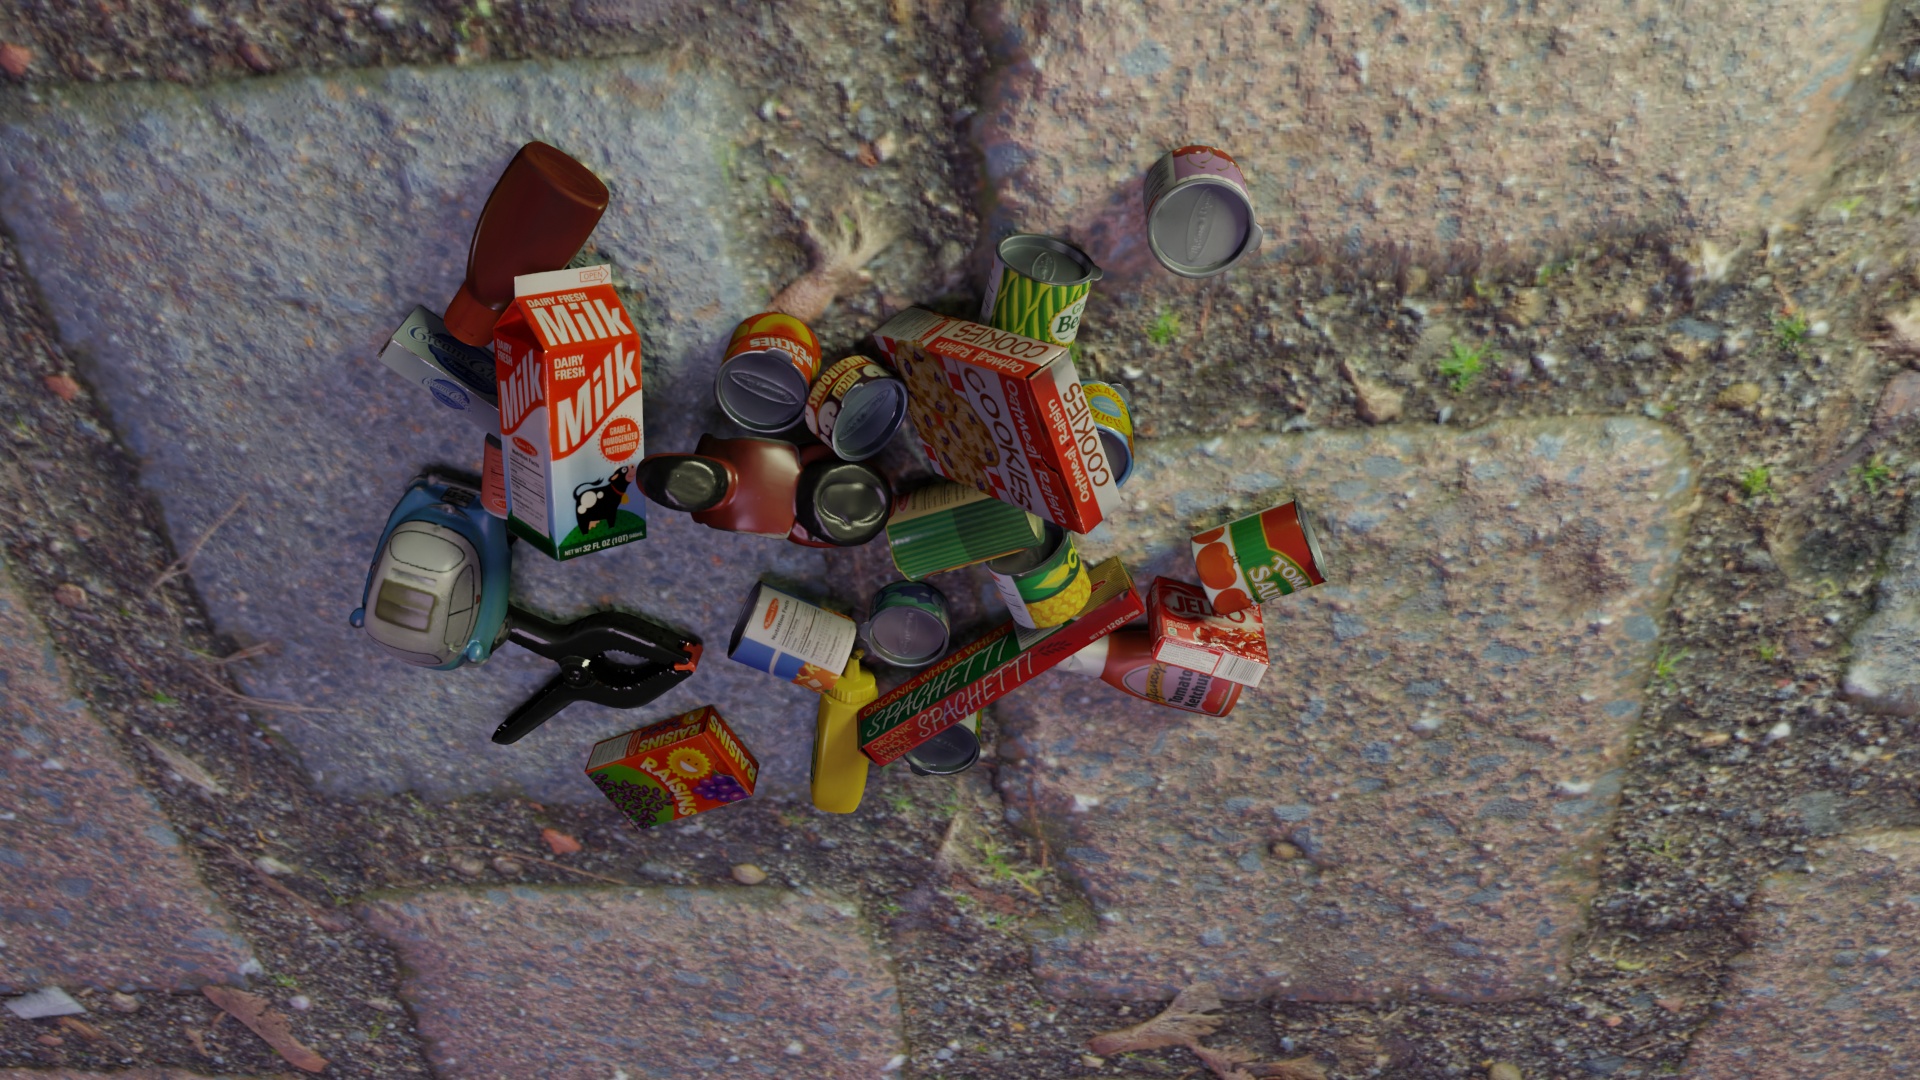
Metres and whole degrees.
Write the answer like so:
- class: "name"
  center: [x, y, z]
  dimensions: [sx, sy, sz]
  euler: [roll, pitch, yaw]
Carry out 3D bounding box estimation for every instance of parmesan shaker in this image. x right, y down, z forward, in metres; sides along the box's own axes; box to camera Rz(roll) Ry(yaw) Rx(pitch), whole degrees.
- class: "parmesan shaker"
  center: [0.004, -0.013, 1.018]
  dimensions: [0.103, 0.072, 0.071]
  euler: [-15, 125, 15]

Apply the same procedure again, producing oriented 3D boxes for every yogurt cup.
- class: "yogurt cup"
  center: [-0.317, -0.053, 1.016]
  dimensions: [0.072, 0.073, 0.053]
  euler: [6, 119, -1]

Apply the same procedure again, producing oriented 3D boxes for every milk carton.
- class: "milk carton"
  center: [-0.266, -0.090, 0.946]
  dimensions: [0.073, 0.072, 0.189]
  euler: [25, 121, 40]

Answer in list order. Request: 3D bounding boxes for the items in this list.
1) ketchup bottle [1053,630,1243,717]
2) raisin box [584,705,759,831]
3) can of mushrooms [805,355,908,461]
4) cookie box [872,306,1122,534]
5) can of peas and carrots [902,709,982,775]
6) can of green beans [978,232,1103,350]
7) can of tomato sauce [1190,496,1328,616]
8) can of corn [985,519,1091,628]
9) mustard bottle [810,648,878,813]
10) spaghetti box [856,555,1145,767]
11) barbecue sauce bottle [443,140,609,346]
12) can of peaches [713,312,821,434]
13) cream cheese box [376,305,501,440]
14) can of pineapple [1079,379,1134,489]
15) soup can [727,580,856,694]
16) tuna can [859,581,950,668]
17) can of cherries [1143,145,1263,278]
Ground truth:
- class: "ketchup bottle"
  center: [0.150, 0.099, 1.112]
  dimensions: [0.149, 0.044, 0.064]
  euler: [12, 127, -5]
- class: "raisin box"
  center: [-0.252, 0.201, 1.218]
  dimensions: [0.123, 0.040, 0.085]
  euler: [-19, 123, 17]
- class: "can of mushrooms"
  center: [-0.071, -0.091, 0.943]
  dimensions: [0.071, 0.033, 0.070]
  euler: [-32, 145, -26]
- class: "cookie box"
  center: [0.022, -0.081, 0.917]
  dimensions: [0.040, 0.167, 0.122]
  euler: [-39, 126, -21]
- class: "can of peas and carrots"
  center: [-0.016, 0.153, 1.154]
  dimensions: [0.071, 0.059, 0.070]
  euler: [2, 128, 3]
- class: "can of green beans"
  center: [0.049, -0.159, 0.908]
  dimensions: [0.071, 0.071, 0.057]
  euler: [11, 128, -5]
- class: "can of tomato sauce"
  center: [0.221, 0.014, 1.026]
  dimensions: [0.083, 0.071, 0.071]
  euler: [-21, 123, 19]
- class: "can of corn"
  center: [0.061, 0.023, 1.046]
  dimensions: [0.071, 0.071, 0.058]
  euler: [-16, 125, 15]
- class: "mustard bottle"
  center: [-0.096, 0.152, 1.159]
  dimensions: [0.049, 0.065, 0.159]
  euler: [6, 120, -6]
- class: "spaghetti box"
  center: [0.027, 0.096, 1.083]
  dimensions: [0.250, 0.050, 0.028]
  euler: [-32, 120, 11]
- class: "barbecue sauce bottle"
  center: [-0.295, -0.191, 0.922]
  dimensions: [0.065, 0.044, 0.148]
  euler: [33, 123, -20]
- class: "can of peaches"
  center: [-0.131, -0.117, 0.957]
  dimensions: [0.071, 0.058, 0.071]
  euler: [2, 127, 3]
- class: "cream cheese box"
  center: [-0.350, -0.117, 0.975]
  dimensions: [0.103, 0.054, 0.024]
  euler: [35, 120, -21]
- class: "can of pineapple"
  center: [0.089, -0.072, 0.977]
  dimensions: [0.071, 0.058, 0.070]
  euler: [2, 127, 3]
- class: "soup can"
  center: [-0.134, 0.078, 1.102]
  dimensions: [0.084, 0.072, 0.071]
  euler: [24, 125, -14]
- class: "tuna can"
  center: [-0.044, 0.066, 1.106]
  dimensions: [0.071, 0.033, 0.070]
  euler: [2, 127, 2]
- class: "can of cherries"
  center: [0.151, -0.206, 0.871]
  dimensions: [0.071, 0.059, 0.071]
  euler: [2, 126, 2]
